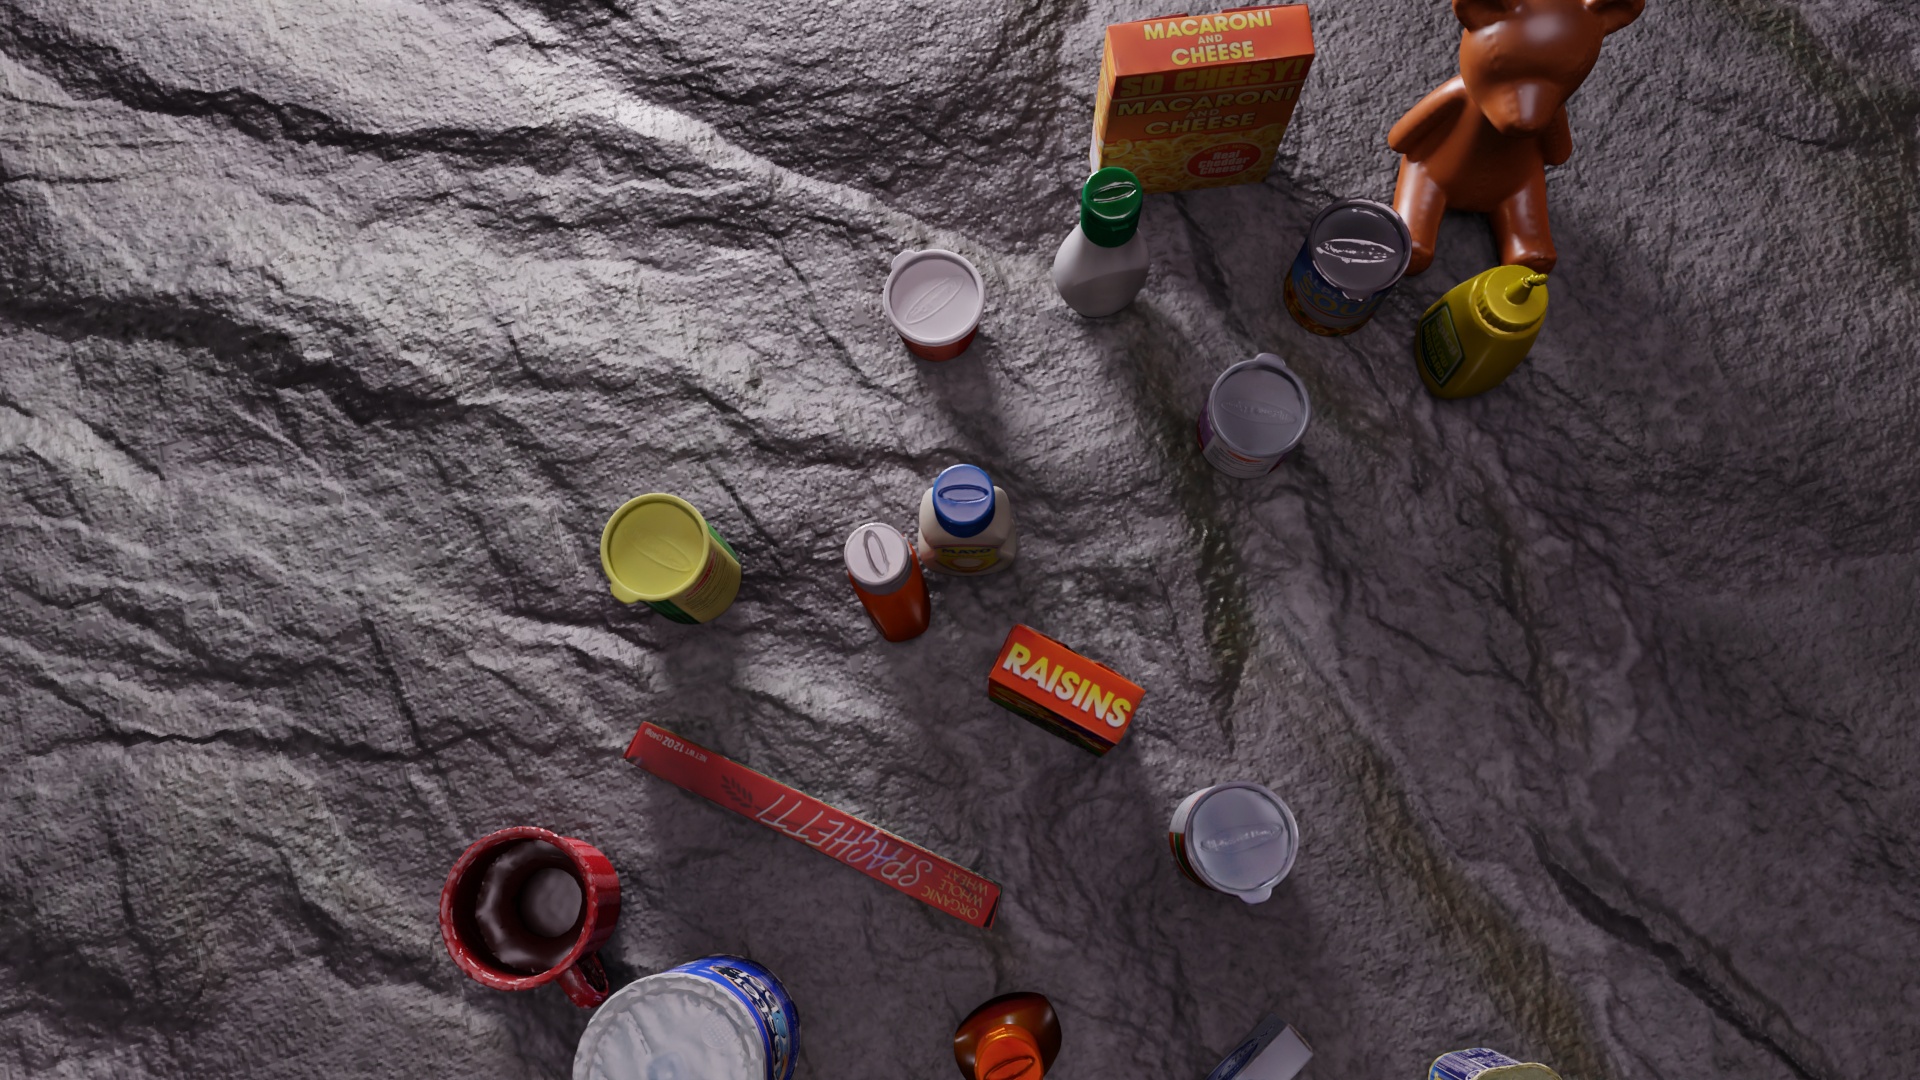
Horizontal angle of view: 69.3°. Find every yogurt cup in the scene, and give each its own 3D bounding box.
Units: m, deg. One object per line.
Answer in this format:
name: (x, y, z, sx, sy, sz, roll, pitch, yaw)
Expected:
yogurt cup: (-0.017, -0.156, 0.941, 0.072, 0.054, 0.072, 0, 77, 1)

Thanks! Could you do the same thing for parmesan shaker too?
parmesan shaker: (-0.183, 0.016, 0.881, 0.071, 0.103, 0.071, 0, 78, 1)

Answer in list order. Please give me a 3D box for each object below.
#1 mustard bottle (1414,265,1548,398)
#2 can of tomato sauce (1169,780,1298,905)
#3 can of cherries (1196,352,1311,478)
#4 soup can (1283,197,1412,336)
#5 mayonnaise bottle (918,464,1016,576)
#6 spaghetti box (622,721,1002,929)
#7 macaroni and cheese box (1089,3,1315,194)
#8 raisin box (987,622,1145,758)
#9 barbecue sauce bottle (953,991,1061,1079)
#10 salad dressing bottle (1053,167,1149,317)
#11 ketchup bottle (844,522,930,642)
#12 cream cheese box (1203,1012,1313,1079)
mustard bottle: (0.331, -0.138, 0.874, 0.049, 0.160, 0.065, -14, 78, -1)
can of tomato sauce: (0.165, 0.183, 0.845, 0.071, 0.083, 0.071, 0, 78, 1)
can of cherries: (0.193, -0.081, 0.917, 0.071, 0.058, 0.071, 0, 77, 1)
soup can: (0.255, -0.177, 0.924, 0.071, 0.083, 0.071, 0, 78, 1)
mayonnaise bottle: (0.003, -0.011, 0.859, 0.065, 0.148, 0.041, 0, 78, 1)
spaghetti box: (-0.090, 0.178, 0.869, 0.250, 0.050, 0.029, 23, 79, 6)
macaroni and cheese box: (0.151, -0.283, 0.908, 0.124, 0.166, 0.040, -6, 78, 0)
raisin box: (0.062, 0.093, 0.847, 0.086, 0.123, 0.040, 28, 80, 7)
barbecue sauce bottle: (0.027, 0.289, 0.790, 0.065, 0.148, 0.044, -22, 78, -3)
salad dressing bottle: (0.094, -0.191, 0.898, 0.064, 0.147, 0.044, -14, 78, -1)
ketchup bottle: (-0.045, 0.022, 0.853, 0.043, 0.148, 0.065, -19, 78, -2)
cream cheese box: (0.162, 0.329, 0.827, 0.104, 0.053, 0.024, -42, 80, -8)
